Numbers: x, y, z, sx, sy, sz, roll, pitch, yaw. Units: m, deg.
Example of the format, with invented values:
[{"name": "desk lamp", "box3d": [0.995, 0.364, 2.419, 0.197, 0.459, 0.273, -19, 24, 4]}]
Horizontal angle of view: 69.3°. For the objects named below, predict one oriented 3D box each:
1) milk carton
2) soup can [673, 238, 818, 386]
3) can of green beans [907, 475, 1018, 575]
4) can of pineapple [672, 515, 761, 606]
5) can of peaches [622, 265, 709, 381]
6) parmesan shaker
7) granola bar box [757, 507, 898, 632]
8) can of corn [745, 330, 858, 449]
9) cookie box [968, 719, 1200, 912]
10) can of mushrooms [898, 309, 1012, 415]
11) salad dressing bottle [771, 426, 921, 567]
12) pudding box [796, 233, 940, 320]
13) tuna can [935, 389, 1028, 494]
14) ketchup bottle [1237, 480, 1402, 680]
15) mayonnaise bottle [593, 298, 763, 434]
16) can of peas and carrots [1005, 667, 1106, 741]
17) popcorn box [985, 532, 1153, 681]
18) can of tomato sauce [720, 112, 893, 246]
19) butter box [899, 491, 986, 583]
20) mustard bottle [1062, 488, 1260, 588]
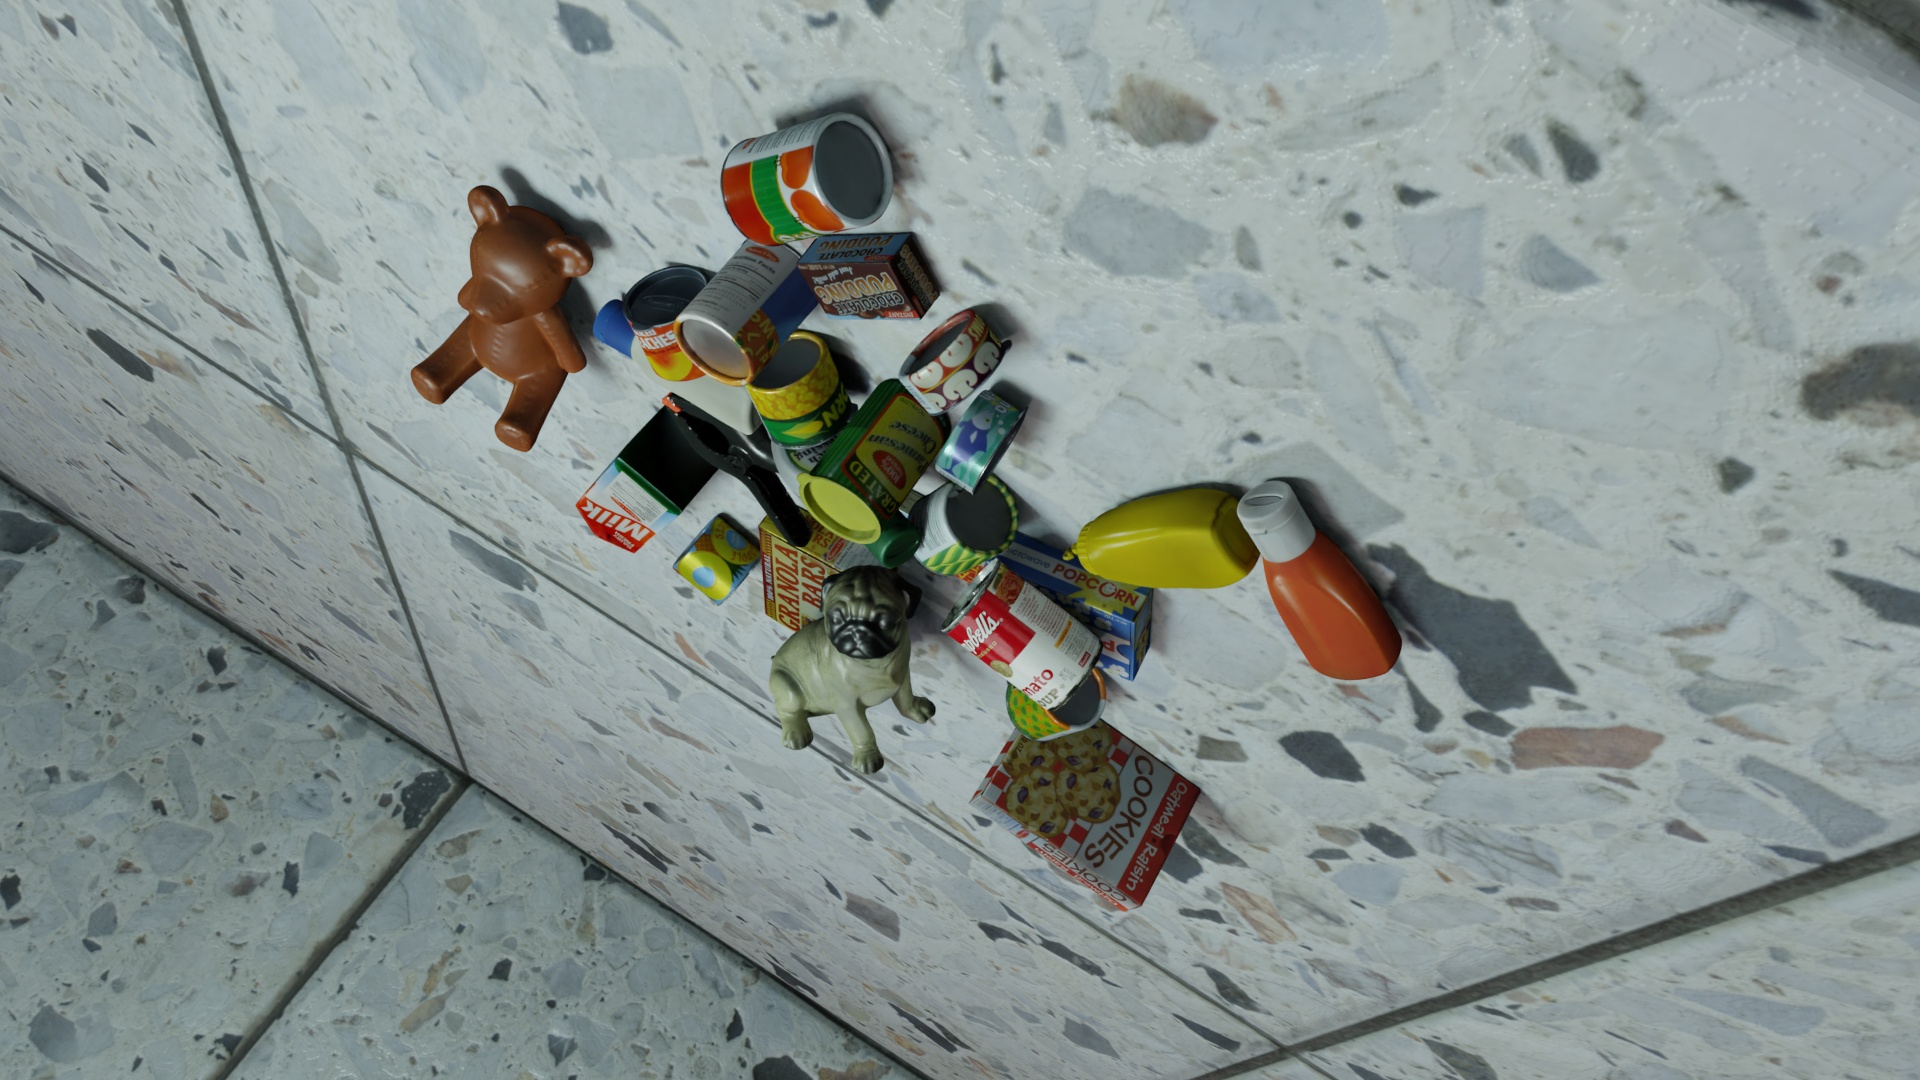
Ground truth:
[{"name": "milk carton", "box3d": [-0.290, -0.048, 1.267, 0.073, 0.073, 0.190, 42, 149, -13]}, {"name": "soup can", "box3d": [-0.145, -0.154, 0.949, 0.071, 0.084, 0.071, 25, 150, 16]}, {"name": "can of green beans", "box3d": [0.002, -0.013, 1.030, 0.071, 0.071, 0.057, 41, 149, -12]}, {"name": "can of pineapple", "box3d": [-0.228, 0.018, 1.310, 0.058, 0.071, 0.070, 41, 150, -11]}, {"name": "can of peaches", "box3d": [-0.208, -0.157, 1.022, 0.071, 0.071, 0.057, 18, 148, 27]}, {"name": "parmesan shaker", "box3d": [-0.061, -0.059, 0.985, 0.071, 0.103, 0.071, 25, 149, 16]}, {"name": "granola bar box", "box3d": [-0.121, 0.046, 1.269, 0.124, 0.039, 0.164, 28, 150, 12]}, {"name": "can of corn", "box3d": [-0.116, -0.110, 1.007, 0.071, 0.071, 0.058, 15, 145, 30]}, {"name": "cookie box", "box3d": [0.111, 0.224, 1.213, 0.167, 0.123, 0.040, 35, 151, -2]}, {"name": "can of mushrooms", "box3d": [-0.004, -0.115, 0.886, 0.033, 0.071, 0.071, 47, 148, -20]}, {"name": "salad dressing bottle", "box3d": [-0.085, -0.039, 1.043, 0.148, 0.064, 0.043, 46, 150, 30]}, {"name": "pudding box", "box3d": [-0.059, -0.169, 0.896, 0.083, 0.030, 0.049, 9, 143, 38]}, {"name": "tuna can", "box3d": [0.014, -0.069, 0.937, 0.033, 0.071, 0.070, 33, 151, 4]}, {"name": "ketchup bottle", "box3d": [0.225, 0.027, 0.885, 0.064, 0.044, 0.148, -3, 134, 46]}, {"name": "mayonnaise bottle", "box3d": [-0.217, -0.141, 1.088, 0.148, 0.041, 0.064, 30, 149, 10]}, {"name": "can of peas and carrots", "box3d": [0.079, 0.129, 1.164, 0.071, 0.071, 0.058, 40, 149, -11]}, {"name": "popcorn box", "box3d": [0.083, 0.050, 1.068, 0.127, 0.038, 0.084, 22, 148, 21]}, {"name": "can of tomato sauce", "box3d": [-0.090, -0.212, 0.825, 0.083, 0.071, 0.071, 1, 137, 44]}, {"name": "butter box", "box3d": [-0.018, -0.004, 1.105, 0.103, 0.024, 0.052, 28, 150, 12]}, {"name": "mustard bottle", "box3d": [0.126, 0.001, 0.942, 0.160, 0.049, 0.065, -4, 133, 49]}]
